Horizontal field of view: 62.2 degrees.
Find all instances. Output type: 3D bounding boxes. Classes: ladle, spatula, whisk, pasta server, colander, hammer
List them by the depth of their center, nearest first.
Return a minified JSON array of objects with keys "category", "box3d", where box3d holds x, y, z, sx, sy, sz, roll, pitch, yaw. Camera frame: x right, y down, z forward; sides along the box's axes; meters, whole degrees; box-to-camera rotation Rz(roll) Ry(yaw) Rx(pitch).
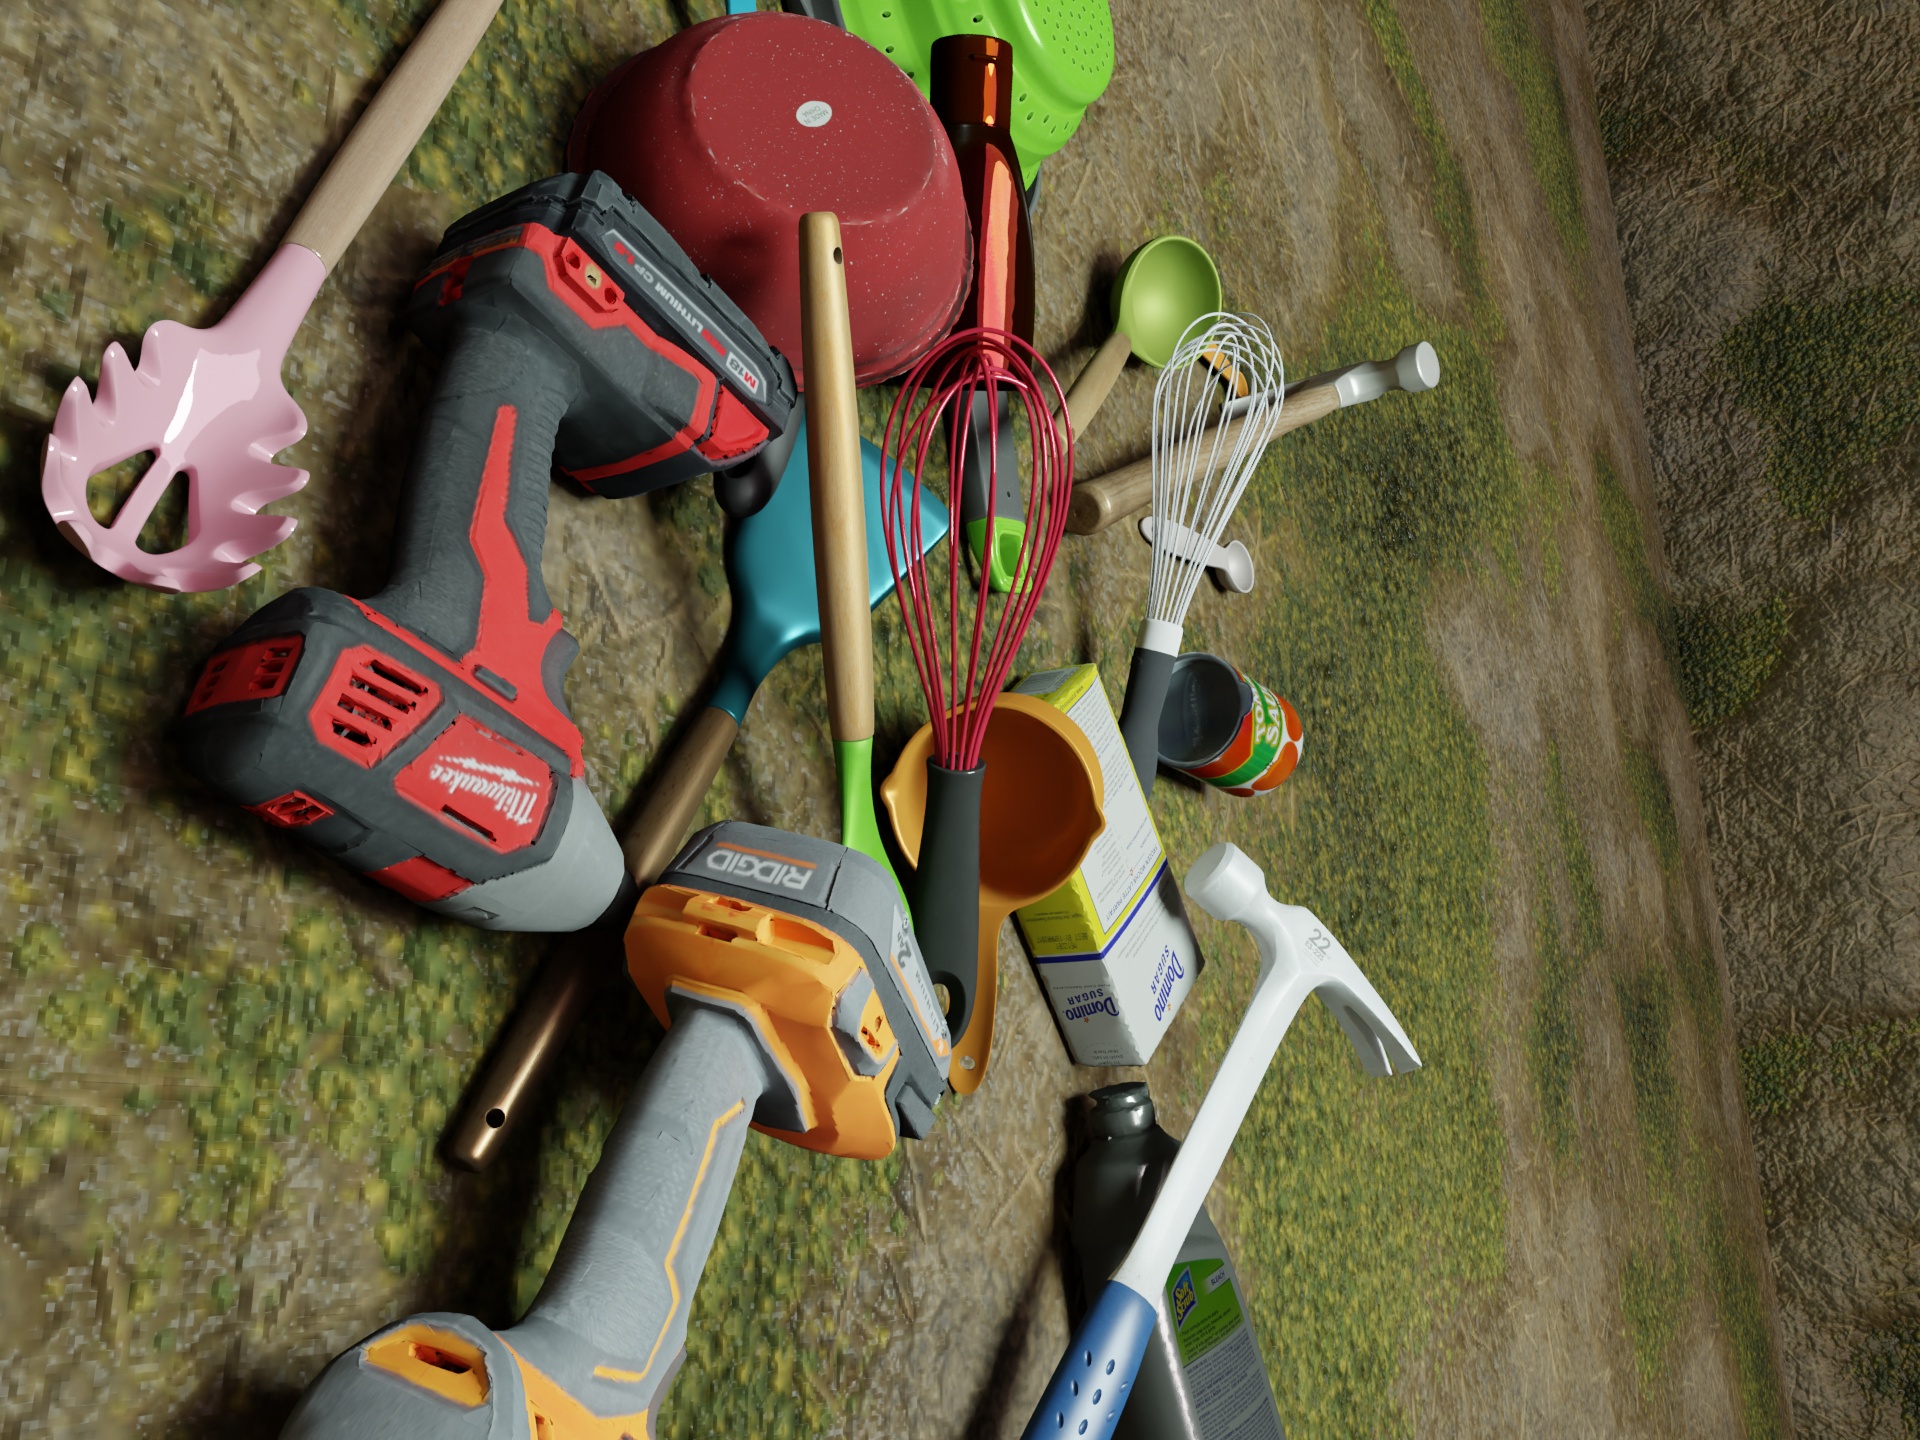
[{"category":"pasta server","box3d":[-0.183,-0.159,0.479,0.060,0.040,0.316,38,48,-31]},{"category":"spatula","box3d":[-0.092,0.013,0.558,0.082,0.044,0.318,36,49,-15]},{"category":"whisk","box3d":[-0.001,-0.002,0.619,0.073,0.073,0.295,-26,125,-56]},{"category":"whisk","box3d":[-0.062,-0.170,0.640,0.055,0.055,0.239,46,41,-39]},{"category":"hammer","box3d":[0.082,0.240,0.678,0.144,0.035,0.406,42,54,-9]},{"category":"colander","box3d":[0.024,-0.263,0.773,0.204,0.094,0.397,0,80,-57]},{"category":"whisk","box3d":[0.110,-0.074,0.827,0.070,0.070,0.284,14,89,-54]},{"category":"ladle","box3d":[0.091,-0.193,0.838,0.320,0.062,0.078,-61,142,-60]},{"category":"hammer","box3d":[0.162,-0.169,0.958,0.331,0.130,0.031,-30,106,-45]}]

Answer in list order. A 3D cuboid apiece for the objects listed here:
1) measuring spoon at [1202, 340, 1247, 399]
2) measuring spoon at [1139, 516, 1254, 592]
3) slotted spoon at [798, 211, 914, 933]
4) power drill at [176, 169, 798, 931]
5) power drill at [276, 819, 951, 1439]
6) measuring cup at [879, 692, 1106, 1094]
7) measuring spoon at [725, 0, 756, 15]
[{"category":"measuring spoon","box3d":[0.159,-0.247,1.055,0.116,0.011,0.021,33,54,-43]},{"category":"measuring spoon","box3d":[0.143,-0.104,0.983,0.124,0.018,0.034,14,69,-47]},{"category":"slotted spoon","box3d":[-0.041,-0.019,0.572,0.070,0.031,0.313,-29,120,-59]},{"category":"power drill","box3d":[-0.131,-0.046,0.492,0.143,0.078,0.220,43,50,-42]},{"category":"power drill","box3d":[-0.084,0.161,0.471,0.227,0.084,0.164,-61,149,-36]},{"category":"measuring cup","box3d":[0.014,0.072,0.685,0.052,0.095,0.173,-44,140,-73]},{"category":"measuring spoon","box3d":[-0.081,-0.274,0.646,0.042,0.021,0.128,-34,131,-43]}]
